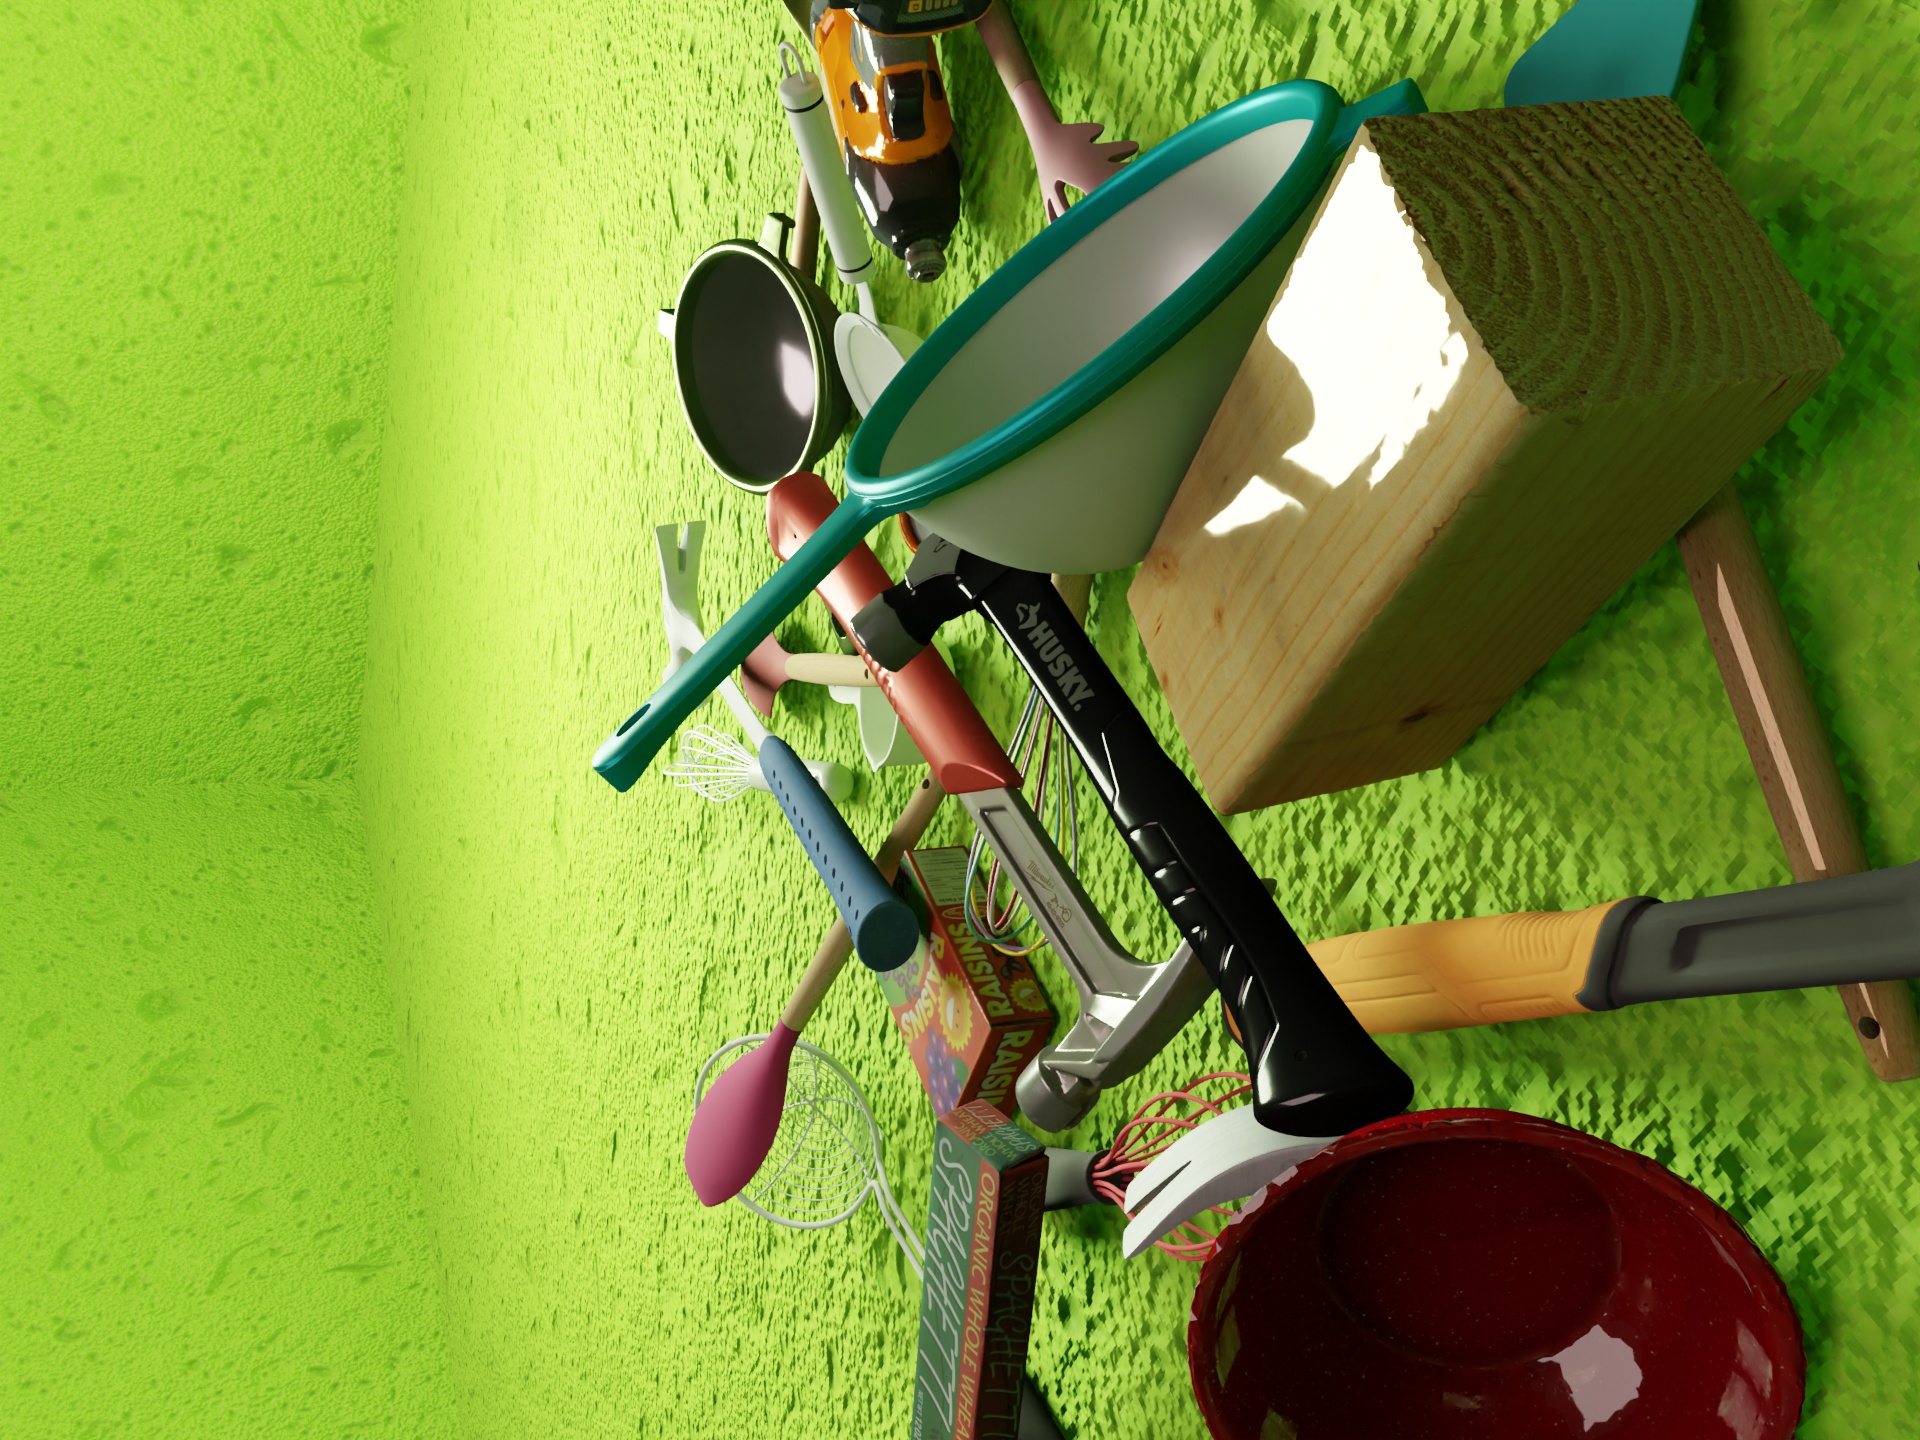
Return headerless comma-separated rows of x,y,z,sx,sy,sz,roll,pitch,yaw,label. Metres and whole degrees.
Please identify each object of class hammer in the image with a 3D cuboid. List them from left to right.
-0.117,0.010,0.950,0.406,0.035,0.144,-131,36,-52,hammer
-0.001,-0.002,0.723,0.149,0.036,0.359,-57,48,30,hammer
0.065,0.013,0.582,0.146,0.035,0.335,-40,42,10,hammer
0.110,0.267,0.565,0.033,0.128,0.330,-73,-12,-62,hammer
0.170,0.062,0.458,0.337,0.034,0.127,-34,70,64,hammer

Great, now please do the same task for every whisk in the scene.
-0.137,0.035,1.072,0.246,0.059,0.058,3,107,58,whisk
0.036,-0.005,0.738,0.047,0.051,0.245,-143,59,-63,whisk
0.071,0.191,0.670,0.296,0.073,0.073,140,124,-65,whisk

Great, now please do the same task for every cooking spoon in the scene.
-0.085,0.153,0.905,0.318,0.017,0.069,-59,45,19,cooking spoon

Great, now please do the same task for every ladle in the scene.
-0.105,-0.315,0.979,0.078,0.062,0.320,44,132,51,ladle
-0.090,-0.030,0.948,0.315,0.031,0.069,-172,81,-70,ladle

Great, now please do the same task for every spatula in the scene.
0.206,-0.065,0.427,0.082,0.044,0.318,-33,68,59,spatula

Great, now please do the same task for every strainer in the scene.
-0.087,-0.166,0.961,0.151,0.069,0.256,-20,91,50,strainer
-0.048,-0.223,0.800,0.087,0.050,0.258,42,162,35,strainer
0.021,-0.077,0.565,0.340,0.095,0.211,-45,22,-2,strainer

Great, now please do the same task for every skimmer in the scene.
-0.048,0.300,0.865,0.364,0.090,0.127,41,123,55,skimmer

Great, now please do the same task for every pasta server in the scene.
0.031,-0.308,0.748,0.060,0.040,0.317,119,144,-45,pasta server

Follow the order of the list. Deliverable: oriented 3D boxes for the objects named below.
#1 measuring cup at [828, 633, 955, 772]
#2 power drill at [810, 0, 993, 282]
-0.041,-0.017,0.900,0.168,0.038,0.083,-164,76,-72,measuring cup
-0.027,-0.320,0.745,0.226,0.084,0.164,110,148,-78,power drill
